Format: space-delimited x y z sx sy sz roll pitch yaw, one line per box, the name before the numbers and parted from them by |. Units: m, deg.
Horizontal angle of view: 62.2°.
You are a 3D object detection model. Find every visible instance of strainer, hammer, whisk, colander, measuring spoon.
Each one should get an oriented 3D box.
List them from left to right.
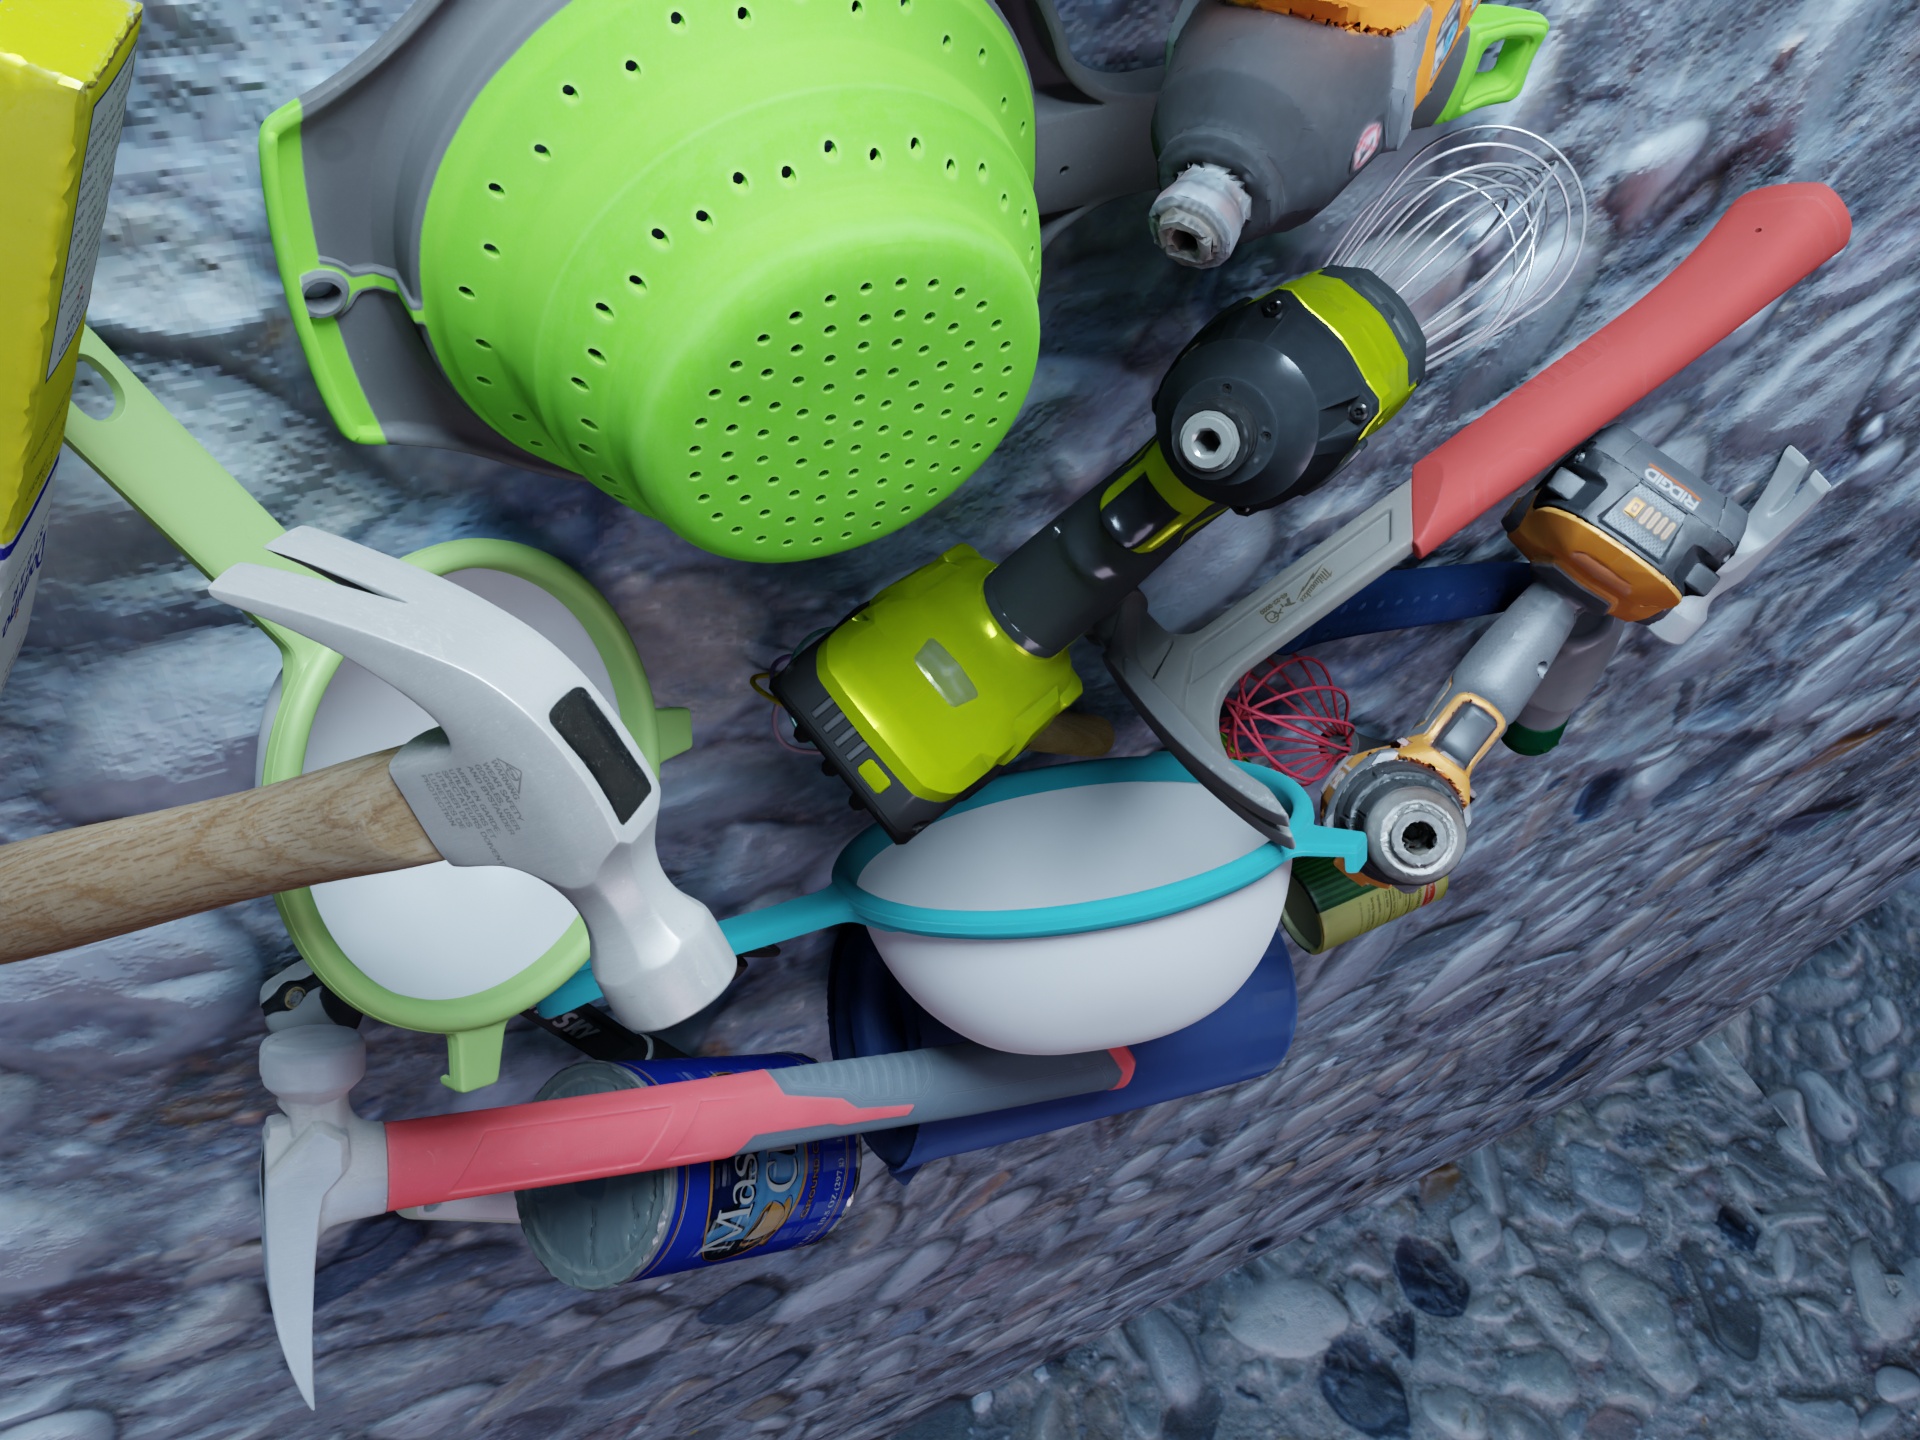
hammer | -0.222 0.039 0.414 0.331 0.031 0.130 -13 115 25
strainer | -0.189 -0.014 0.464 0.256 0.069 0.152 58 47 -43
whisk | -0.230 0.283 0.932 0.246 0.059 0.058 28 80 -53
hammer | -0.169 0.162 0.804 0.149 0.036 0.408 -30 152 -2
measuring spoon | -0.108 0.114 0.760 0.018 0.034 0.124 -61 170 -2
hammer | -0.093 0.185 0.691 0.386 0.038 0.143 -1 97 -28
strainer | -0.006 0.104 0.690 0.340 0.211 0.095 -15 104 -14
whisk | -0.002 -0.004 0.694 0.047 0.051 0.244 -6 173 35
colander | 0.027 -0.134 0.444 0.397 0.095 0.204 -19 150 -19
whisk | 0.111 -0.110 0.609 0.284 0.070 0.070 -41 150 28
whisk | 0.205 0.010 0.887 0.073 0.073 0.295 -40 155 18
hammer | 0.224 -0.102 0.657 0.359 0.149 0.036 -35 145 -3
hammer | 0.324 -0.081 0.870 0.405 0.035 0.144 -9 145 -34

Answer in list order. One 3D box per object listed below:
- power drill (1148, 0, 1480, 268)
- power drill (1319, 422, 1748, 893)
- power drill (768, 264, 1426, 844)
power drill | 0.080 -0.212 0.324 0.164 0.084 0.226 -59 159 -21
power drill | 0.244 -0.018 0.711 0.226 0.084 0.185 -53 172 7
power drill | 0.044 -0.057 0.530 0.223 0.080 0.171 -39 180 32
